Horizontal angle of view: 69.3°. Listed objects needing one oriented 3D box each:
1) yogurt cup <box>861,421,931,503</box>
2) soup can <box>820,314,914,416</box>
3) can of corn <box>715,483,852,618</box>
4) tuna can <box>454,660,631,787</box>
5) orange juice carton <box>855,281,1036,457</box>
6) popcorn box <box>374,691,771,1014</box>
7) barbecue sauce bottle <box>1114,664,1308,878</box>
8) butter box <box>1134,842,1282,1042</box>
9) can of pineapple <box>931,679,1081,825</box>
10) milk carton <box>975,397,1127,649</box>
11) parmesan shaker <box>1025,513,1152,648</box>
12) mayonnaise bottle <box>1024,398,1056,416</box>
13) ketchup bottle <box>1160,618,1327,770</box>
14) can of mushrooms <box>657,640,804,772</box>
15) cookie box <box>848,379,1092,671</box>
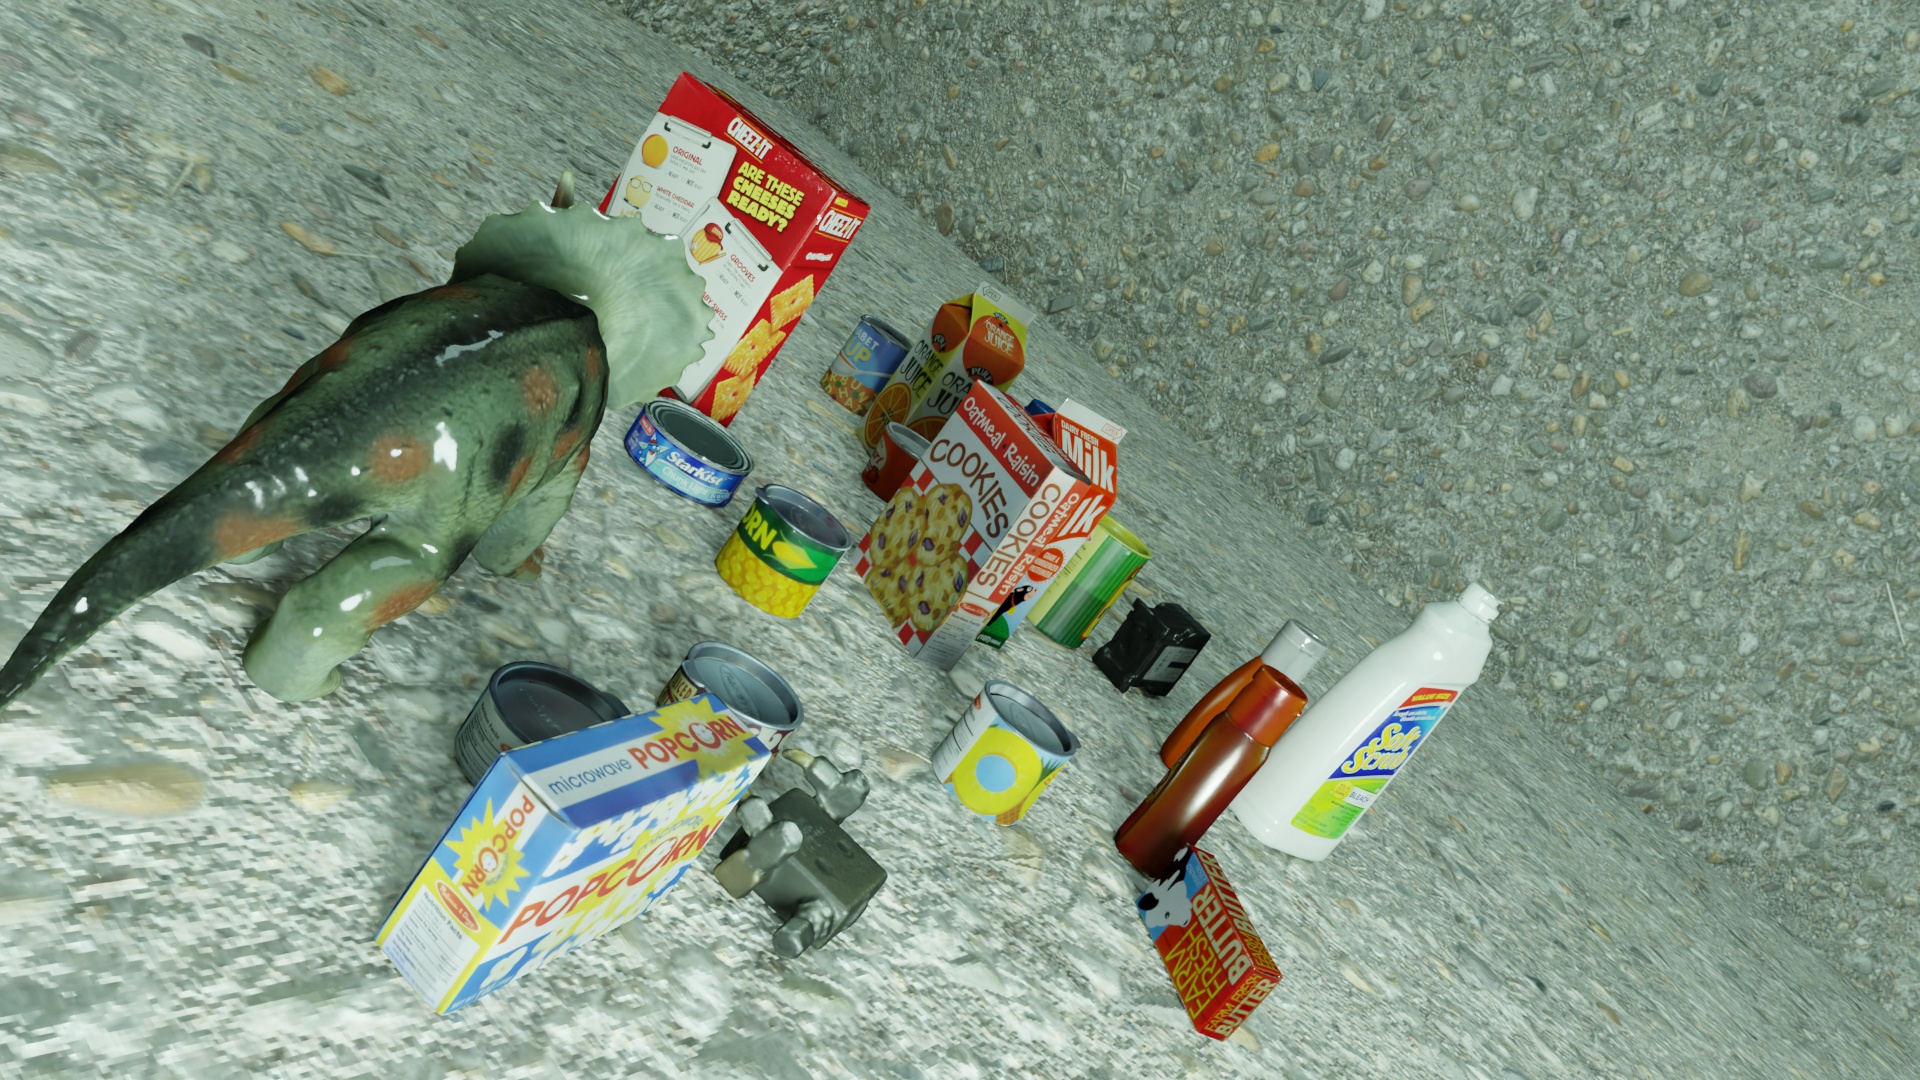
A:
[{"bbox_3d":[-0.050,-0.063,1.219,0.072,0.053,0.072,34,15,-10],"label":"yogurt cup"},{"bbox_3d":[-0.095,-0.177,1.402,0.071,0.083,0.071,34,15,-10],"label":"soup can"},{"bbox_3d":[-0.113,0.006,0.870,0.071,0.058,0.071,34,15,-10],"label":"can of corn"},{"bbox_3d":[-0.168,0.083,0.571,0.071,0.032,0.071,34,15,-10],"label":"tuna can"},{"bbox_3d":[-0.009,-0.148,1.295,0.072,0.192,0.073,26,18,-35],"label":"orange juice carton"},{"bbox_3d":[-0.131,0.105,0.489,0.038,0.085,0.127,40,16,14],"label":"popcorn box"},{"bbox_3d":[0.160,0.146,0.879,0.044,0.148,0.065,41,15,17],"label":"barbecue sauce bottle"},{"bbox_3d":[0.137,0.224,0.780,0.024,0.053,0.104,29,17,-25],"label":"butter box"},{"bbox_3d":[0.027,0.126,0.819,0.071,0.057,0.071,34,15,-10],"label":"can of pineapple"},{"bbox_3d":[0.045,-0.019,1.036,0.072,0.190,0.074,23,20,-41],"label":"milk carton"},{"bbox_3d":[0.105,0.032,1.183,0.071,0.103,0.071,34,15,-10],"label":"parmesan shaker"},{"bbox_3d":[0.034,-0.052,1.191,0.041,0.147,0.065,38,15,5],"label":"mayonnaise bottle"},{"bbox_3d":[0.221,0.127,1.065,0.064,0.148,0.044,34,15,-11],"label":"ketchup bottle"},{"bbox_3d":[-0.116,0.082,0.686,0.071,0.033,0.071,34,15,-10],"label":"can of mushrooms"},{"bbox_3d":[0.003,-0.012,0.970,0.040,0.167,0.123,24,19,-40],"label":"cookie box"}]
